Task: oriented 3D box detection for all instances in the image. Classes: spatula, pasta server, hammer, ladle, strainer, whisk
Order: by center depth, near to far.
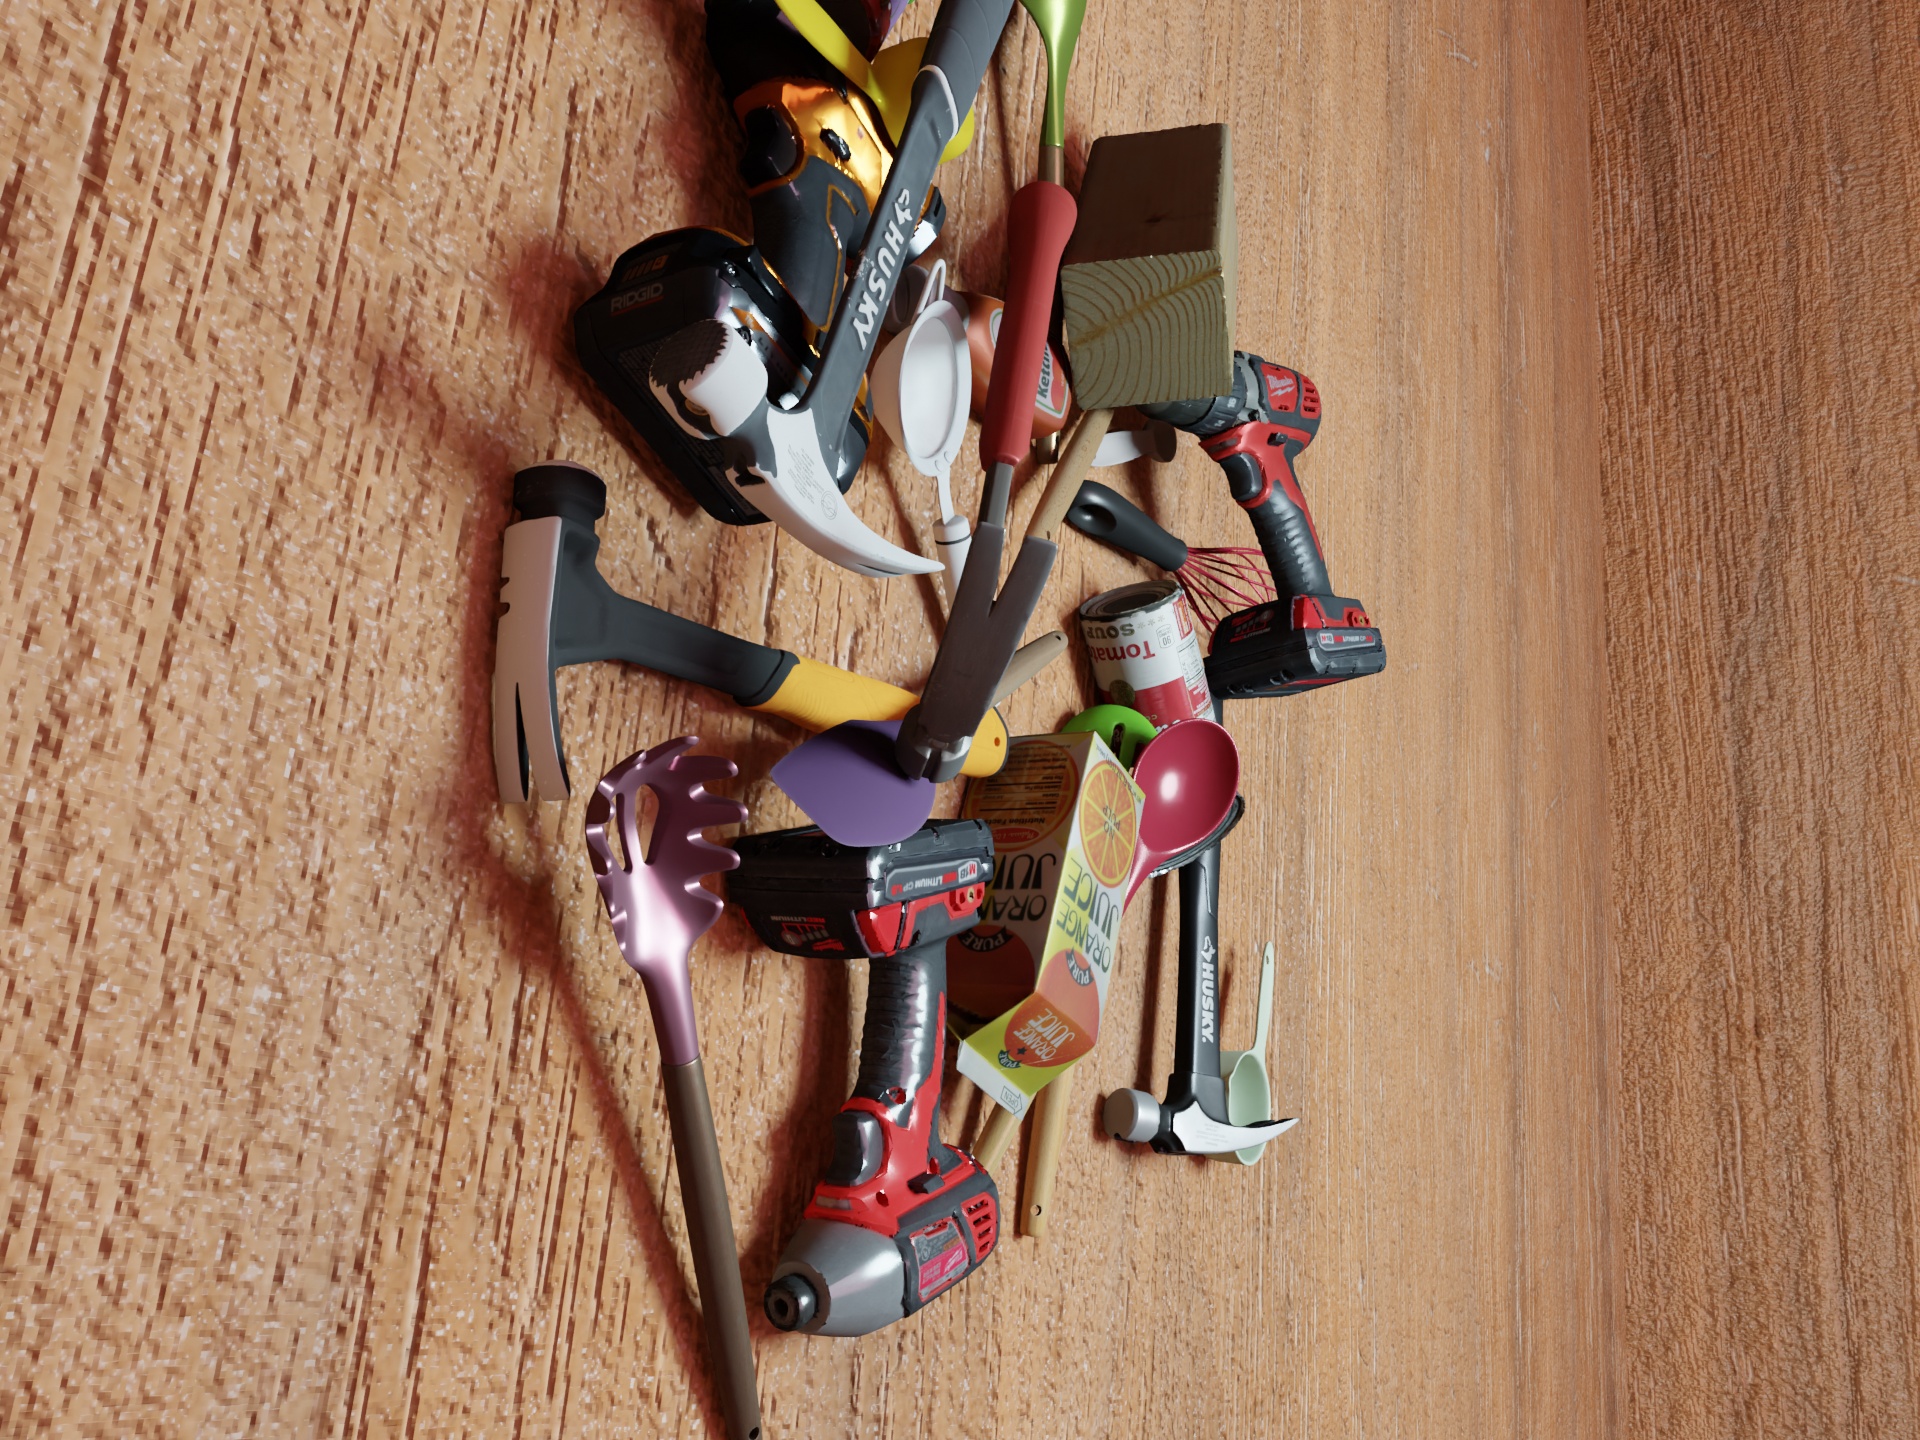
[{"bbox_3d":[-0.099,0.156,0.611,0.060,0.040,0.316,-21,112,-40],"label":"pasta server"},{"bbox_3d":[-0.012,-0.243,0.674,0.149,0.036,0.409,48,49,-45],"label":"hammer"},{"bbox_3d":[-0.072,-0.006,0.714,0.336,0.034,0.127,18,69,-57],"label":"hammer"},{"bbox_3d":[0.025,-0.150,0.739,0.149,0.036,0.359,112,-9,-49],"label":"hammer"},{"bbox_3d":[-0.001,-0.002,0.770,0.060,0.018,0.316,43,26,5],"label":"spatula"},{"bbox_3d":[-0.009,-0.106,0.822,0.087,0.050,0.258,-49,134,-52],"label":"strainer"},{"bbox_3d":[0.073,0.129,0.879,0.069,0.031,0.315,40,64,-19],"label":"ladle"},{"bbox_3d":[0.043,-0.315,0.956,0.078,0.062,0.320,-7,99,-61],"label":"ladle"},{"bbox_3d":[0.092,-0.187,0.987,0.318,0.044,0.082,-64,140,-50],"label":"spatula"},{"bbox_3d":[0.162,0.119,1.056,0.146,0.035,0.335,20,63,-34],"label":"hammer"},{"bbox_3d":[0.153,-0.106,1.081,0.295,0.073,0.073,20,68,-51],"label":"whisk"}]

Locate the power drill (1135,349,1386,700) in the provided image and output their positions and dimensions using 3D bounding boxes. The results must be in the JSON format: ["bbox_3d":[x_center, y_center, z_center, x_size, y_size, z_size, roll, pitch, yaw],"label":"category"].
[{"bbox_3d":[0.185,-0.132,1.024,0.187,0.080,0.227,-3,79,-50],"label":"power drill"}]

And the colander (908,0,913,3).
[{"bbox_3d":[-0.104,-0.464,0.696,0.396,0.094,0.205,55,35,-67],"label":"colander"}]

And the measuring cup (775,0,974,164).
[{"bbox_3d":[-0.035,-0.291,0.692,0.156,0.029,0.062,11,69,-65],"label":"measuring cup"}]

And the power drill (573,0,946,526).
[{"bbox_3d":[-0.084,-0.216,0.686,0.164,0.084,0.227,51,40,-42],"label":"power drill"}]

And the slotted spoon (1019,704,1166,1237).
[{"bbox_3d":[0.068,0.135,0.916,0.031,0.070,0.314,101,0,-74],"label":"slotted spoon"}]

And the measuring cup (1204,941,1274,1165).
[{"bbox_3d":[0.193,0.229,1.115,0.083,0.038,0.168,53,41,-41],"label":"measuring cup"}]

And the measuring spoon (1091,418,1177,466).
[{"bbox_3d":[0.108,-0.183,1.063,0.124,0.018,0.034,-22,105,-51],"label":"measuring spoon"}]

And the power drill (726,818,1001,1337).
[{"bbox_3d":[-0.041,0.157,0.707,0.143,0.078,0.219,-5,93,-58],"label":"power drill"}]
